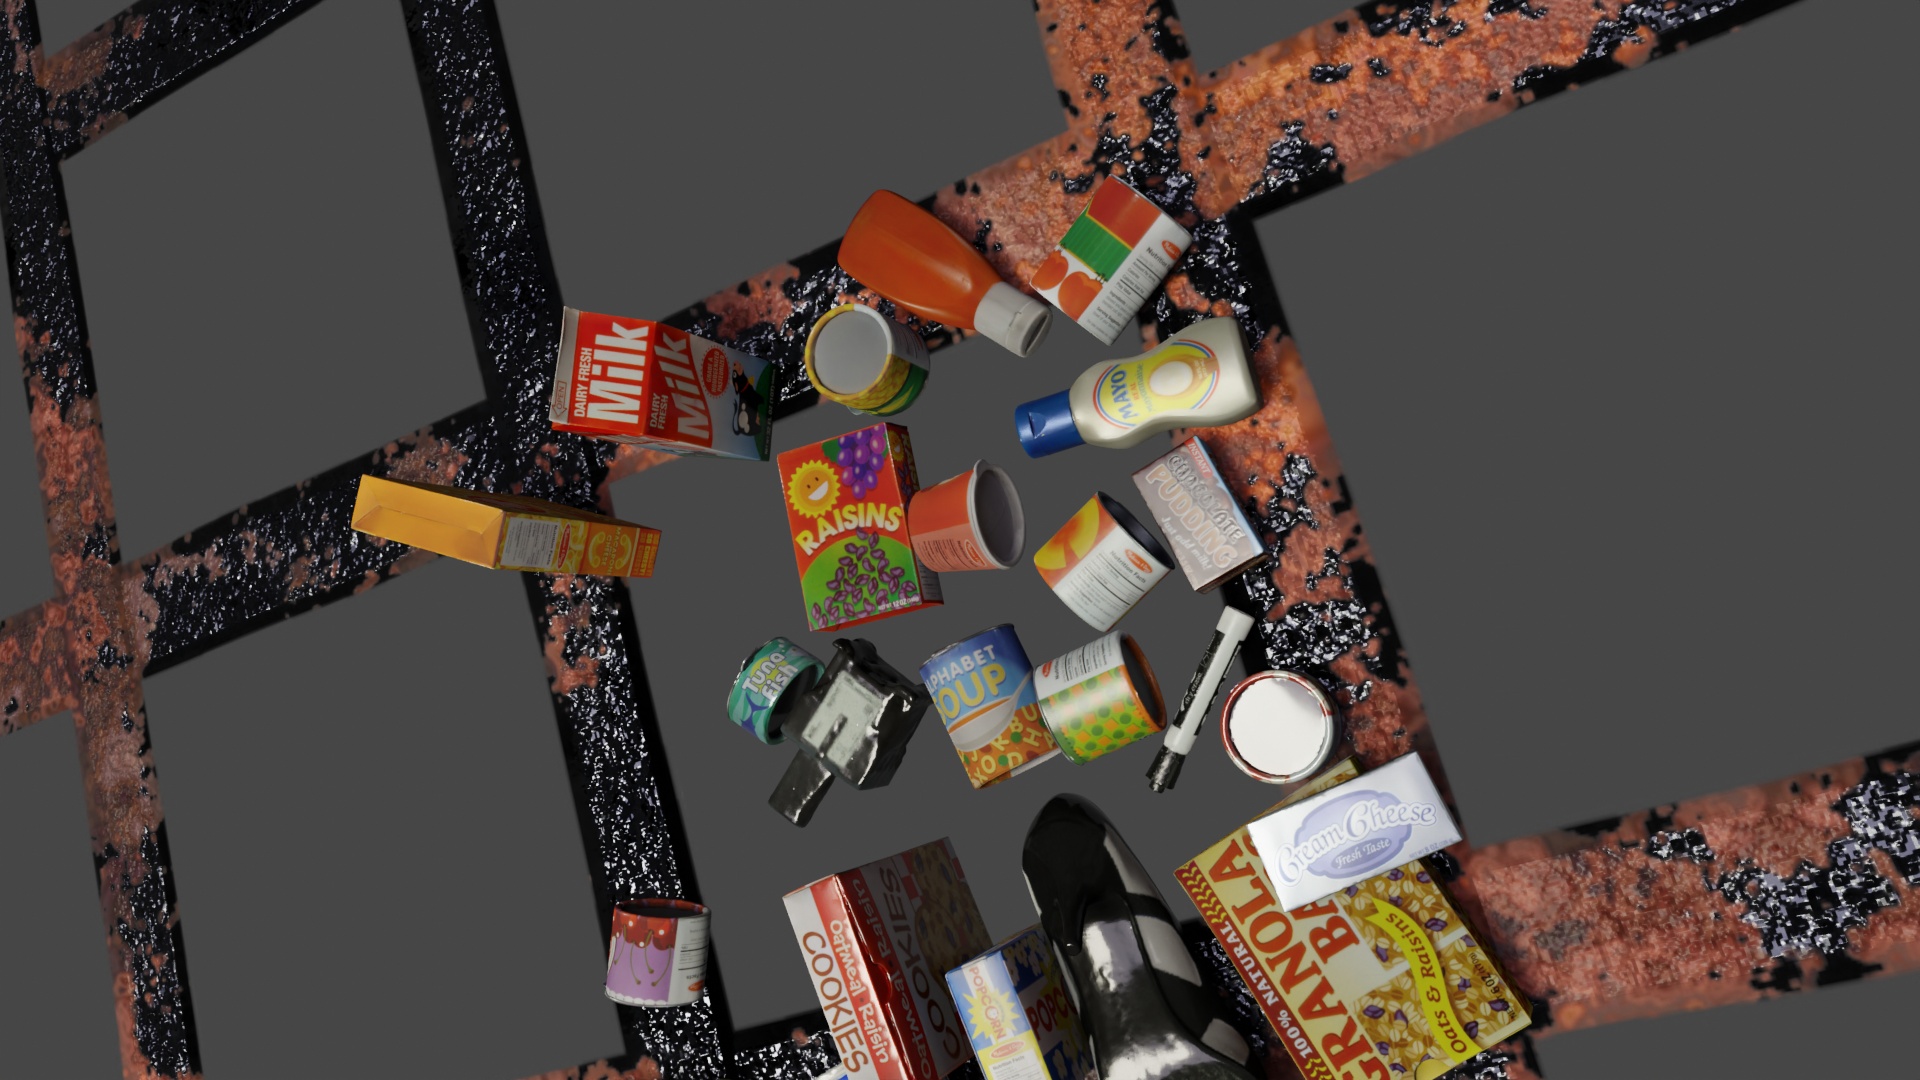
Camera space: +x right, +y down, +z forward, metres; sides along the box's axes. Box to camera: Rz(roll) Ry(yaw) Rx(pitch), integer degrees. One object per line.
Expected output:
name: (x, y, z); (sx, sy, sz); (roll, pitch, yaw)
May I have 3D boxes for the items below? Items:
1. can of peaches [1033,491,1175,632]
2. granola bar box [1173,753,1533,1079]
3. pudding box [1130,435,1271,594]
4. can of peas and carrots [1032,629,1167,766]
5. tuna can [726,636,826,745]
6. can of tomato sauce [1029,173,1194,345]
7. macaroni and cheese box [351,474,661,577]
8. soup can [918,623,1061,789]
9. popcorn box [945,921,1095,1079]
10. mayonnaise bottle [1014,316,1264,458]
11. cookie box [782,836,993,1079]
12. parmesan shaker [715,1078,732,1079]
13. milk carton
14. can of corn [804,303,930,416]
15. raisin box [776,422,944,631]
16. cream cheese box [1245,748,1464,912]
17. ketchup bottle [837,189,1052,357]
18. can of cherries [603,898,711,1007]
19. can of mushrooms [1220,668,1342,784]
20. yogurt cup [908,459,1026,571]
can of peaches: (0.087, 0.012, 0.846); (0.058, 0.071, 0.071); (-46, 71, 13)
granola bar box: (0.219, 0.224, 0.784); (0.124, 0.039, 0.166); (-38, 72, 15)
pudding box: (0.146, -0.015, 0.841); (0.049, 0.030, 0.084); (-31, 75, 16)
can of peas and carrots: (0.086, 0.096, 0.838); (0.058, 0.071, 0.071); (-27, 76, 18)
tuna can: (-0.121, 0.099, 0.919); (0.033, 0.071, 0.071); (29, 97, 20)
can of tomato sauce: (0.092, -0.174, 0.860); (0.071, 0.071, 0.083); (42, 102, 20)
macaroni and cheese box: (-0.306, -0.007, 0.952); (0.124, 0.166, 0.040); (13, 91, 23)
soup can: (0.020, 0.103, 0.860); (0.071, 0.071, 0.084); (-31, 75, 17)
popcorn box: (0.043, 0.273, 0.805); (0.038, 0.127, 0.085); (-28, 76, 15)
mayonnaise bottle: (0.108, -0.088, 0.858); (0.148, 0.041, 0.065); (-16, 81, 20)
cookie box: (-0.029, 0.247, 0.814); (0.040, 0.167, 0.123); (-28, 76, 18)
parmesan shaker: (-0.200, 0.398, 0.922); (0.103, 0.071, 0.071); (-13, 81, 21)
milk carton: (-0.200, -0.098, 0.904); (0.073, 0.190, 0.072); (5, 87, 23)
can of corn: (-0.063, -0.117, 0.921); (0.071, 0.058, 0.071); (-2, 84, 22)
raisin box: (-0.067, -0.008, 0.923); (0.086, 0.040, 0.123); (-16, 81, 21)
cream cheese box: (0.214, 0.159, 0.758); (0.103, 0.024, 0.053); (-28, 73, 16)
ketchup bottle: (-0.009, -0.171, 0.912); (0.149, 0.043, 0.064); (35, 99, 21)
can of cherries: (-0.206, 0.277, 0.938); (0.071, 0.071, 0.058); (3, 87, 23)
can of mushrooms: (0.185, 0.107, 0.812); (0.071, 0.033, 0.071); (-2, 85, 22)
yogurt cup: (0.003, -0.011, 0.883); (0.054, 0.072, 0.072); (-12, 81, 29)
